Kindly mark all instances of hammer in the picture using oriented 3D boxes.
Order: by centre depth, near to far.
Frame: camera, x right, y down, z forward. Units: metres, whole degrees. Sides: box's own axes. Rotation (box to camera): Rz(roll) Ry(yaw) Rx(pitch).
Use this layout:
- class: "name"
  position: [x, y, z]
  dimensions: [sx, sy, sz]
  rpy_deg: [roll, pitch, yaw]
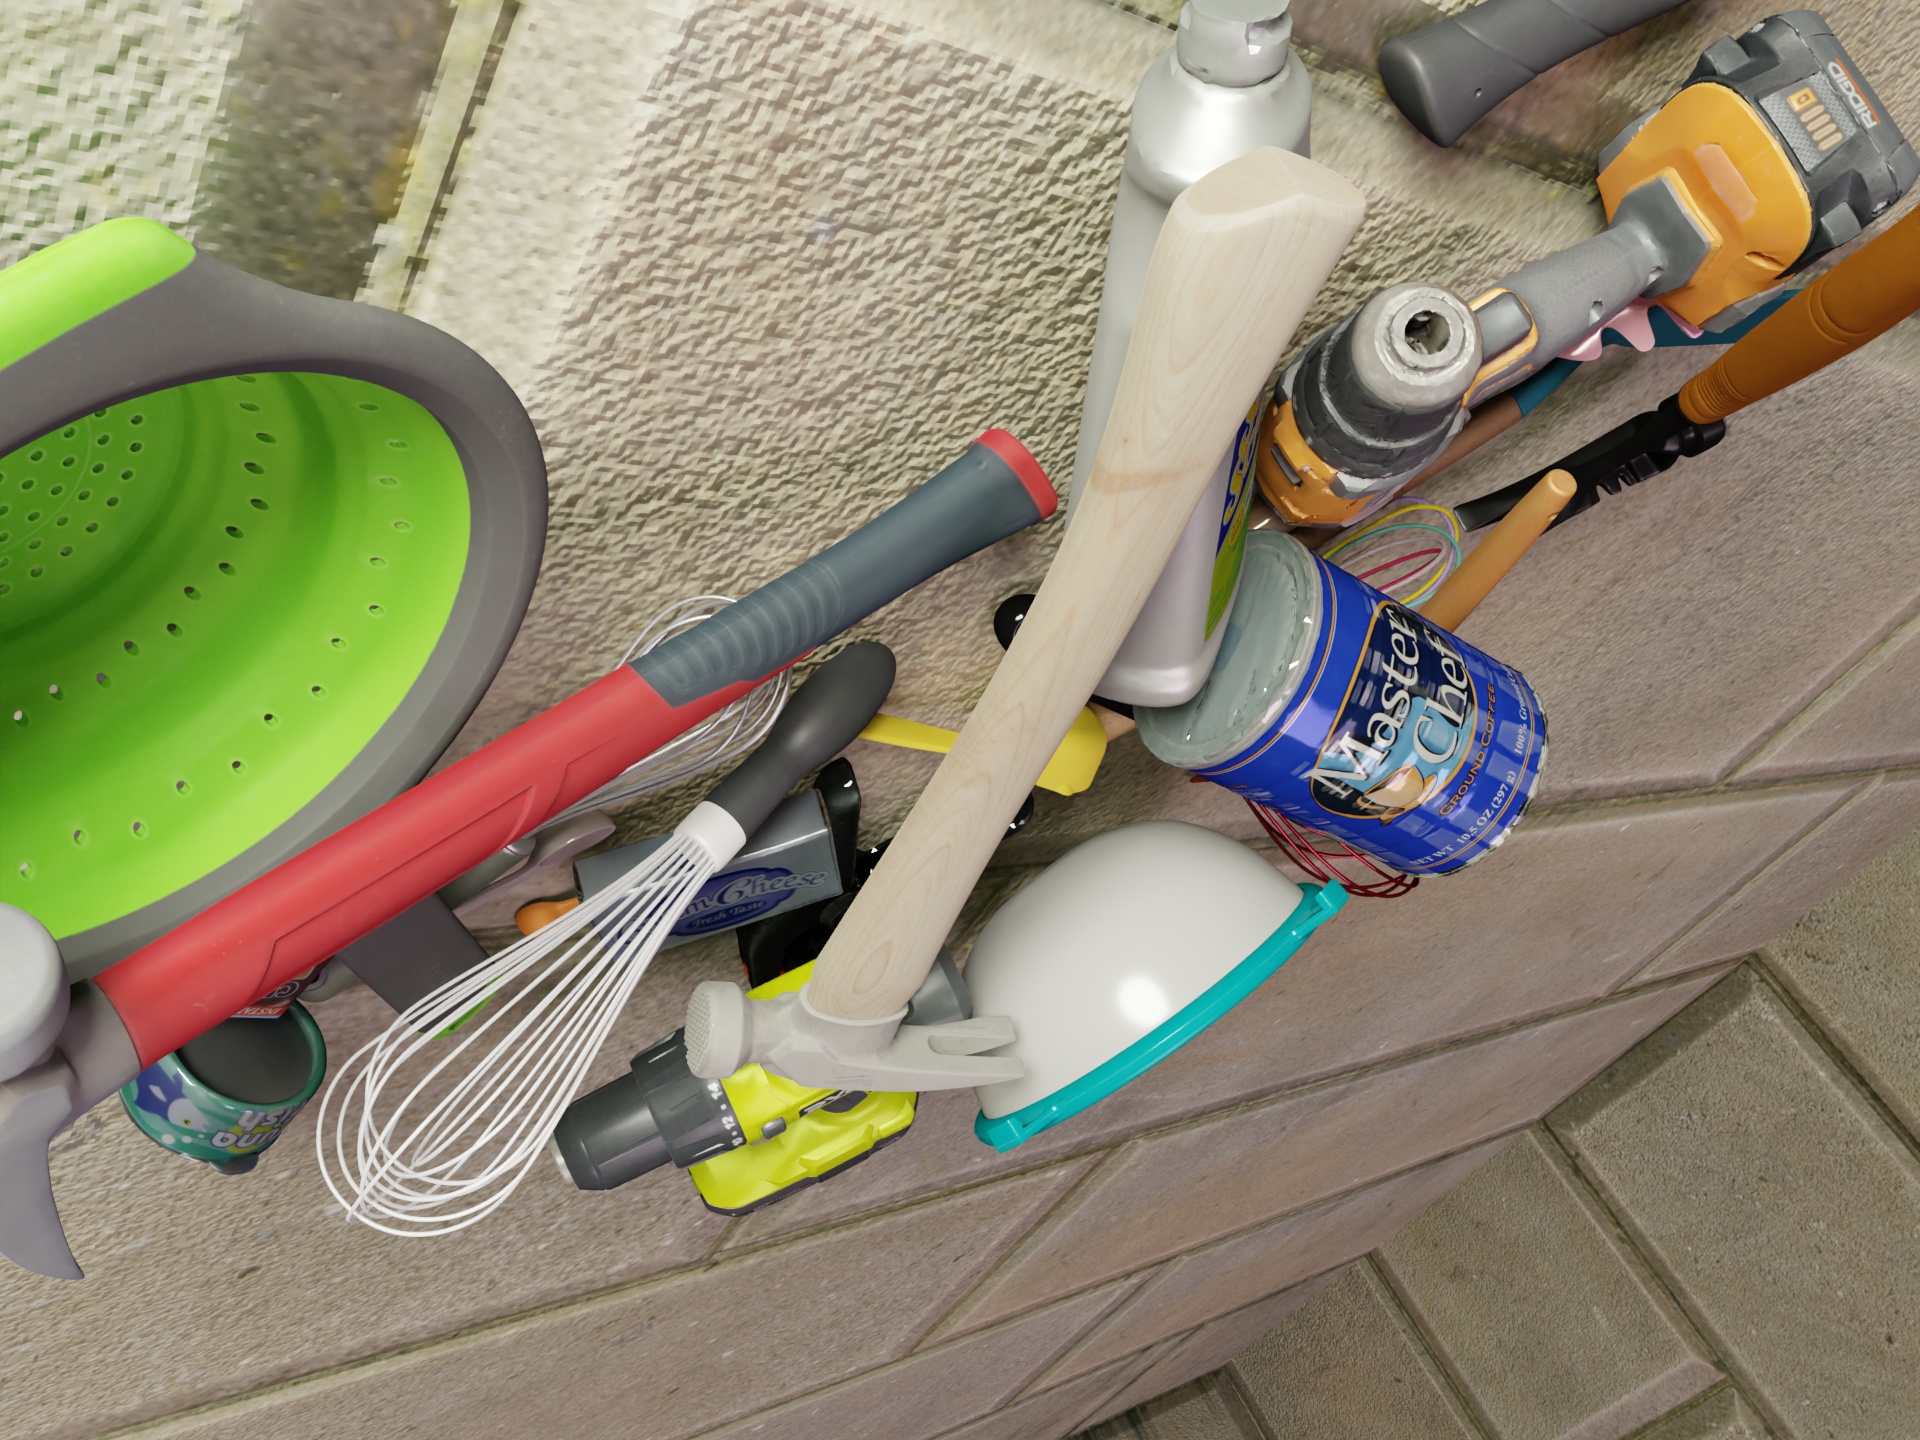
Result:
- class: "hammer"
  position: [-0.106, 0.011, 0.474]
  dimensions: [0.386, 0.038, 0.143]
  rpy_deg: [-36, 161, -37]
- class: "hammer"
  position: [0.321, -0.300, 0.539]
  dimensions: [0.409, 0.036, 0.149]
  rpy_deg: [-28, 149, -7]
- class: "hammer"
  position: [0.028, 0.002, 0.549]
  dimensions: [0.146, 0.038, 0.410]
  rpy_deg: [8, 132, -24]
- class: "hammer"
  position: [0.289, -0.128, 0.596]
  dimensions: [0.127, 0.034, 0.337]
  rpy_deg: [-28, 174, 0]

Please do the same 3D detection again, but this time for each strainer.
- class: "strainer"
  position: [0.068, 0.118, 0.859]
  dimensions: [0.211, 0.095, 0.340]
  rpy_deg: [-35, 178, -5]

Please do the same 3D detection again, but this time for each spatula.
- class: "spatula"
  position: [0.233, -0.119, 0.717]
  dimensions: [0.317, 0.044, 0.082]
  rpy_deg: [-31, 178, 2]
- class: "spatula"
  position: [0.199, -0.030, 0.757]
  dimensions: [0.081, 0.041, 0.322]
  rpy_deg: [-17, 159, -19]

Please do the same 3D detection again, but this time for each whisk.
- class: "whisk"
  position: [-0.110, 0.064, 0.567]
  dimensions: [0.285, 0.070, 0.070]
  rpy_deg: [-49, 160, -30]
- class: "whisk"
  position: [-0.159, 0.034, 0.583]
  dimensions: [0.246, 0.058, 0.059]
  rpy_deg: [-35, 171, 14]
- class: "whisk"
  position: [0.127, 0.014, 0.734]
  dimensions: [0.295, 0.073, 0.073]
  rpy_deg: [28, 118, -32]
- class: "whisk"
  position: [0.131, -0.031, 0.759]
  dimensions: [0.245, 0.051, 0.047]
  rpy_deg: [-29, 156, 1]

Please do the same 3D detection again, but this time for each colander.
- class: "colander"
  position: [-0.206, 0.004, 0.438]
  dimensions: [0.204, 0.094, 0.396]
  rpy_deg: [-43, 163, -19]

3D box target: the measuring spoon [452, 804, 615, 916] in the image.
- class: "measuring spoon"
  position: [-0.193, 0.064, 0.627]
  dimensions: [0.124, 0.018, 0.034]
  rpy_deg: [-28, 174, 6]

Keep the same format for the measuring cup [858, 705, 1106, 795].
- class: "measuring cup"
  position: [-0.001, -0.002, 0.680]
  dimensions: [0.156, 0.062, 0.029]
  rpy_deg: [11, 117, -36]

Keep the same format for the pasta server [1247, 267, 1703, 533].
- class: "pasta server"
  position: [0.189, -0.116, 0.688]
  dimensions: [0.316, 0.060, 0.040]
  rpy_deg: [-34, 119, 9]

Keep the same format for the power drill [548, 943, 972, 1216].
- class: "power drill"
  position: [-0.095, 0.183, 0.783]
  dimensions: [0.190, 0.080, 0.228]
  rpy_deg: [-25, 161, -13]

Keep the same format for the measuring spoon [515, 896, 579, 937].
- class: "measuring spoon"
  position: [-0.131, 0.076, 0.683]
  dimensions: [0.117, 0.011, 0.021]
  rpy_deg: [-12, 145, -12]

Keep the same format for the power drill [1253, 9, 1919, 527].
- class: "power drill"
  position: [0.212, -0.153, 0.562]
  dimensions: [0.226, 0.084, 0.185]
  rpy_deg: [-31, 176, 2]
